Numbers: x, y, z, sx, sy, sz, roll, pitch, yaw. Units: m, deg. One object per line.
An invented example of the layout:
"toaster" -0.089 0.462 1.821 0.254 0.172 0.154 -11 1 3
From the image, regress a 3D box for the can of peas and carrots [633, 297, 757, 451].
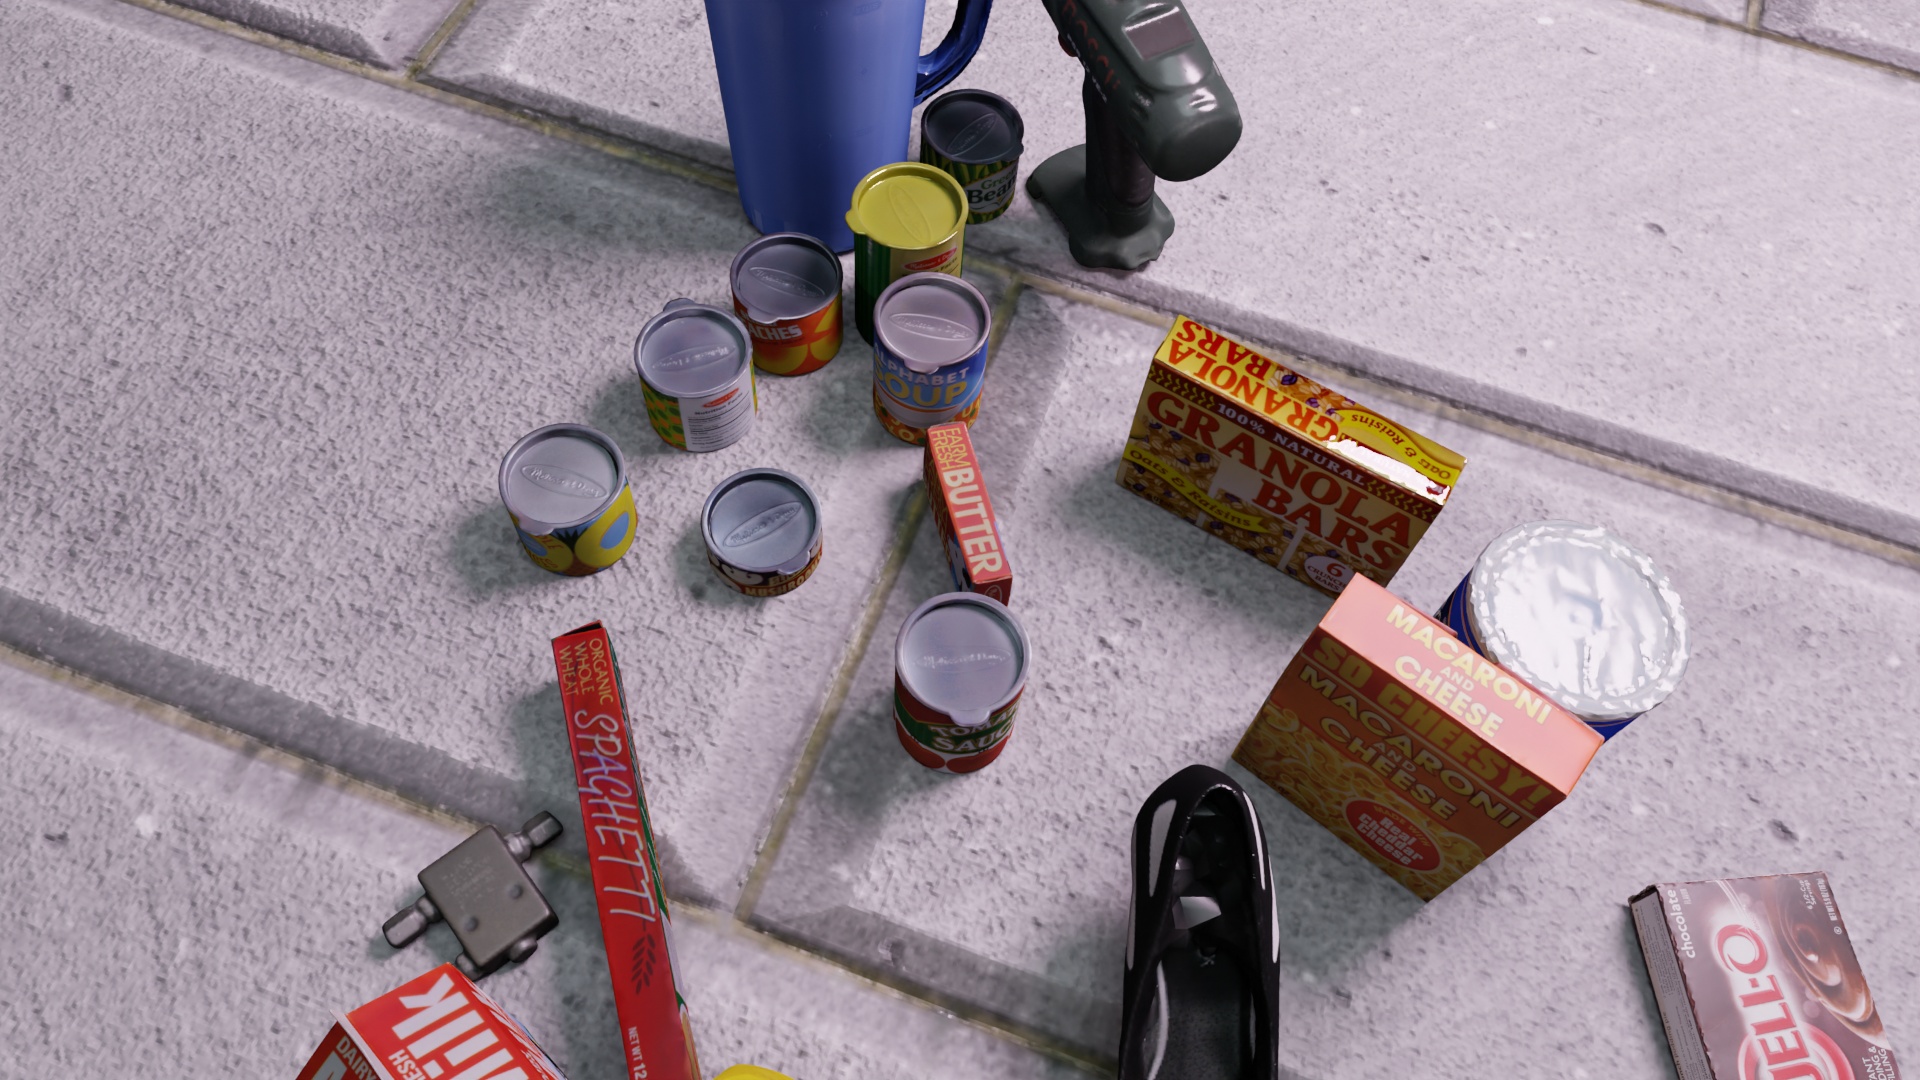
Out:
"can of peas and carrots" -0.153 -0.095 0.806 0.071 0.058 0.071 2 60 -3

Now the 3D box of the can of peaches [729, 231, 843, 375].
"can of peaches" -0.105 -0.140 0.835 0.071 0.057 0.071 2 60 -3

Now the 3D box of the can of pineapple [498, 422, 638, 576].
"can of pineapple" -0.214 -0.020 0.759 0.071 0.057 0.071 2 60 -3

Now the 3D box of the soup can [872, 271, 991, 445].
"soup can" -0.019 -0.101 0.805 0.071 0.083 0.071 2 60 -3

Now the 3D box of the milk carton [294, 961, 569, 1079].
"milk carton" -0.197 0.226 0.543 0.074 0.189 0.072 -40 70 -23

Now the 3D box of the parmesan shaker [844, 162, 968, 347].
"parmesan shaker" -0.034 -0.164 0.828 0.071 0.102 0.071 2 60 -3

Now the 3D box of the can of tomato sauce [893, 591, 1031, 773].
"can of tomato sauce" 0.000 0.076 0.705 0.071 0.082 0.071 2 60 -3

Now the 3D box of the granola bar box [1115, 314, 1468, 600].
"granola bar box" 0.173 -0.038 0.759 0.166 0.123 0.039 29 63 12

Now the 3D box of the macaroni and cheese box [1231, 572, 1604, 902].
"macaroni and cheese box" 0.207 0.098 0.660 0.124 0.165 0.040 36 64 15

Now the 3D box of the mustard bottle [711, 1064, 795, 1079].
"mustard bottle" -0.085 0.244 0.559 0.049 0.159 0.065 18 61 6

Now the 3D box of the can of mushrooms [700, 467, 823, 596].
"can of mushrooms" -0.108 -0.003 0.771 0.071 0.033 0.071 2 60 -3

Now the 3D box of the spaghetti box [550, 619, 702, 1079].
"spaghetti box" -0.159 0.159 0.665 0.029 0.050 0.251 -13 62 -11

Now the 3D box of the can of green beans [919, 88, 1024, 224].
"can of green beans" 0.006 -0.250 0.906 0.071 0.057 0.071 2 60 -3

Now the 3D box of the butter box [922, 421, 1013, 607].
"butter box" 0.003 -0.010 0.772 0.024 0.053 0.104 -11 62 -10
